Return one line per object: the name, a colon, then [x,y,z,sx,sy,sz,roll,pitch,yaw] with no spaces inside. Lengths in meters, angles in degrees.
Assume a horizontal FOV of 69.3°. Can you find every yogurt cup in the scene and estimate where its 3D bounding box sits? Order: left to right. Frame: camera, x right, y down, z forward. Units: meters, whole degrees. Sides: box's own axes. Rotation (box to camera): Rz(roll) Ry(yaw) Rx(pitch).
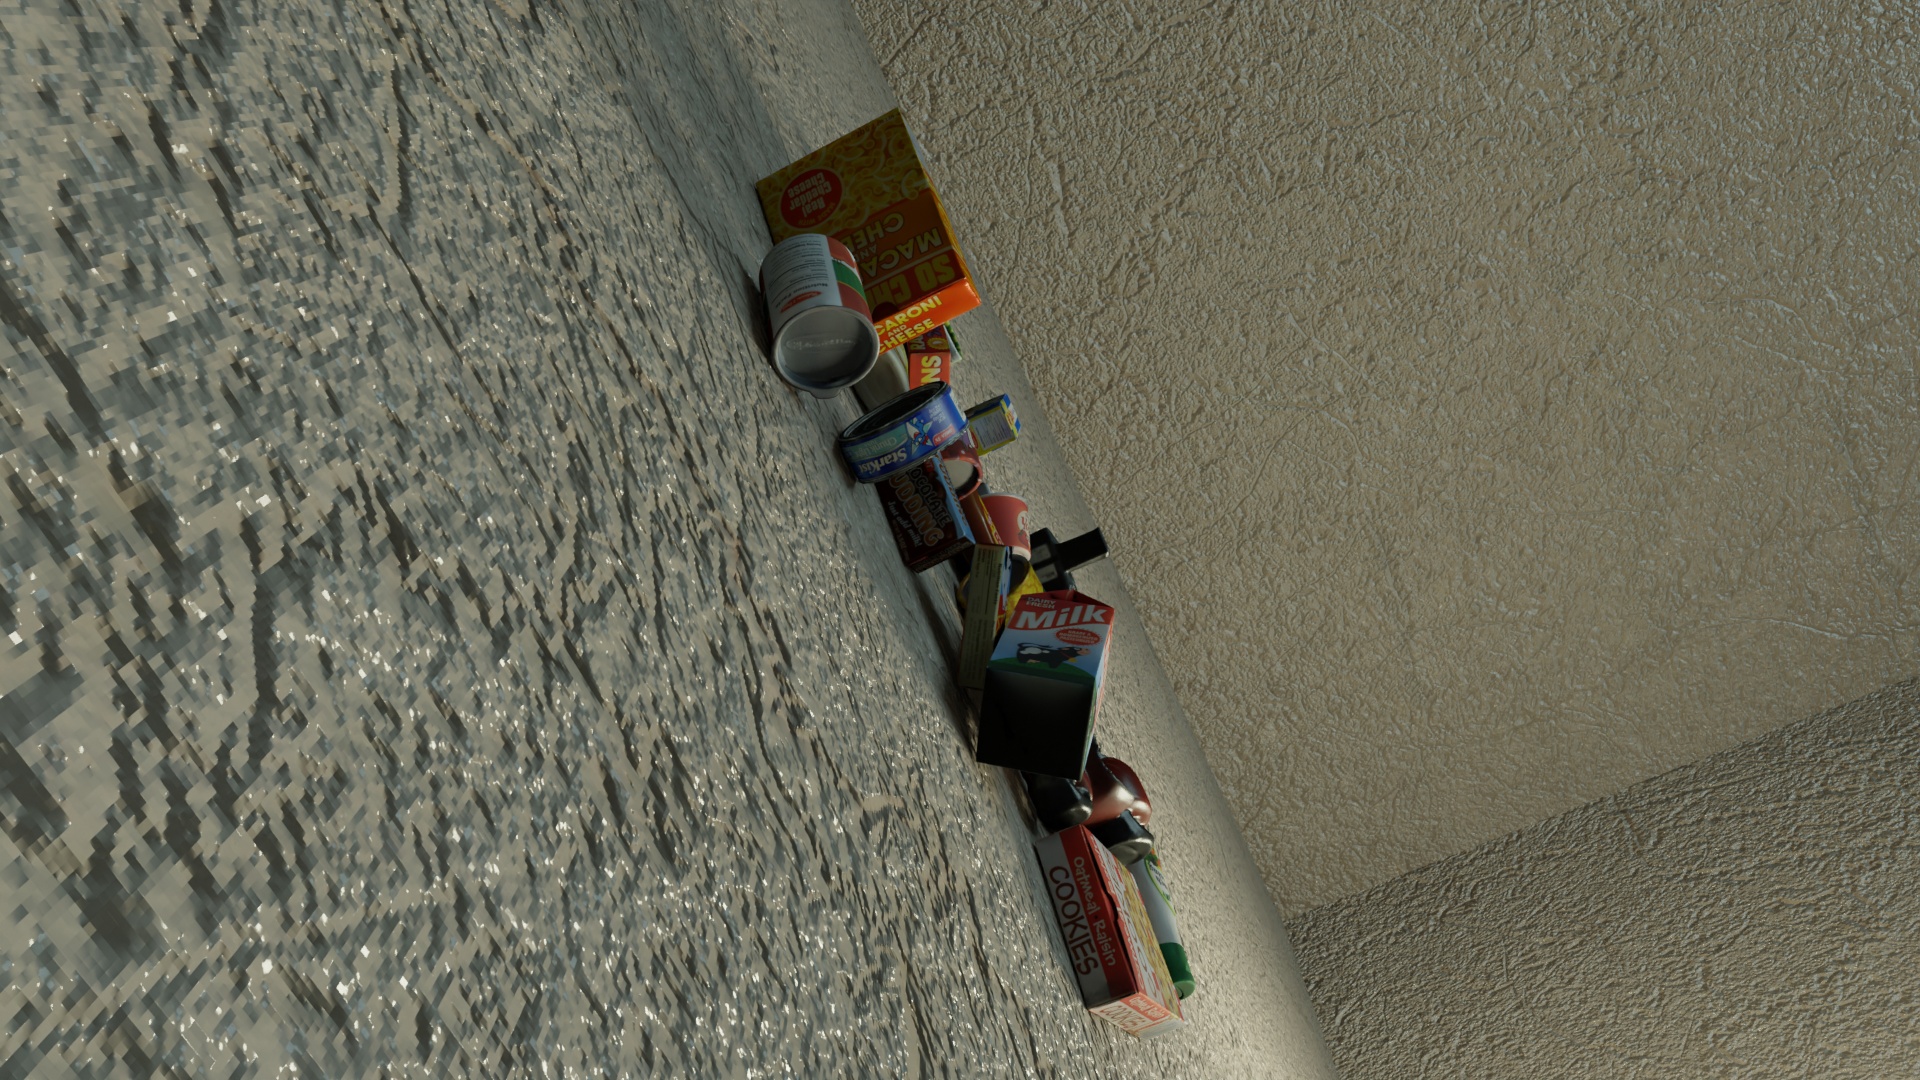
yogurt cup: [0.032,-0.004,1.252,0.072,0.072,0.054,52,24,-59]

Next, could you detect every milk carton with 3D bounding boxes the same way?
milk carton: [0.066,0.093,0.990,0.191,0.073,0.072,-54,151,-71]

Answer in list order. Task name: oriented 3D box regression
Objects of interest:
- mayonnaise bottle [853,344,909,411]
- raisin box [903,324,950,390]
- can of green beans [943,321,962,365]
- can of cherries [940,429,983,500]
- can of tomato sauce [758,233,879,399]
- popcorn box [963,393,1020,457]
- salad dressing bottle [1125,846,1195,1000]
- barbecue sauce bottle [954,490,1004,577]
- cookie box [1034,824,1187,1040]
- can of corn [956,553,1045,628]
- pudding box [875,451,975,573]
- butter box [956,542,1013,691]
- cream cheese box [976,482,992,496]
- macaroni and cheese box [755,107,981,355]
mayonnaise bottle: [-0.066,-0.152,1.128,0.149,0.041,0.064,-95,161,-66]
raisin box: [-0.035,-0.157,1.234,0.124,0.040,0.085,-103,-166,-55]
can of green beans: [-0.037,-0.196,1.366,0.071,0.058,0.071,-26,92,-82]
can of cherries: [-0.018,-0.068,1.091,0.071,0.071,0.058,53,15,-57]
can of tomato sauce: [-0.090,-0.143,0.876,0.071,0.071,0.083,58,11,-45]
popcorn box: [0.009,-0.100,1.295,0.127,0.085,0.038,-67,133,-79]
salad dressing bottle: [0.168,0.332,1.222,0.064,0.044,0.148,56,13,-42]
barbecue sauce bottle: [0.004,-0.015,1.171,0.148,0.044,0.065,63,0,-16]
cookie box: [0.112,0.288,1.014,0.167,0.040,0.123,52,16,-57]
can of corn: [0.037,0.054,1.116,0.058,0.071,0.071,61,10,-28]
pudding box: [-0.027,-0.025,0.993,0.084,0.049,0.030,69,10,21]
butter box: [0.018,0.053,0.983,0.053,0.024,0.103,7,90,-81]
cream cheese box: [0.038,-0.003,1.410,0.053,0.024,0.104,49,19,-61]
macaroni and cheese box: [-0.070,-0.218,1.009,0.040,0.123,0.167,45,23,-61]
